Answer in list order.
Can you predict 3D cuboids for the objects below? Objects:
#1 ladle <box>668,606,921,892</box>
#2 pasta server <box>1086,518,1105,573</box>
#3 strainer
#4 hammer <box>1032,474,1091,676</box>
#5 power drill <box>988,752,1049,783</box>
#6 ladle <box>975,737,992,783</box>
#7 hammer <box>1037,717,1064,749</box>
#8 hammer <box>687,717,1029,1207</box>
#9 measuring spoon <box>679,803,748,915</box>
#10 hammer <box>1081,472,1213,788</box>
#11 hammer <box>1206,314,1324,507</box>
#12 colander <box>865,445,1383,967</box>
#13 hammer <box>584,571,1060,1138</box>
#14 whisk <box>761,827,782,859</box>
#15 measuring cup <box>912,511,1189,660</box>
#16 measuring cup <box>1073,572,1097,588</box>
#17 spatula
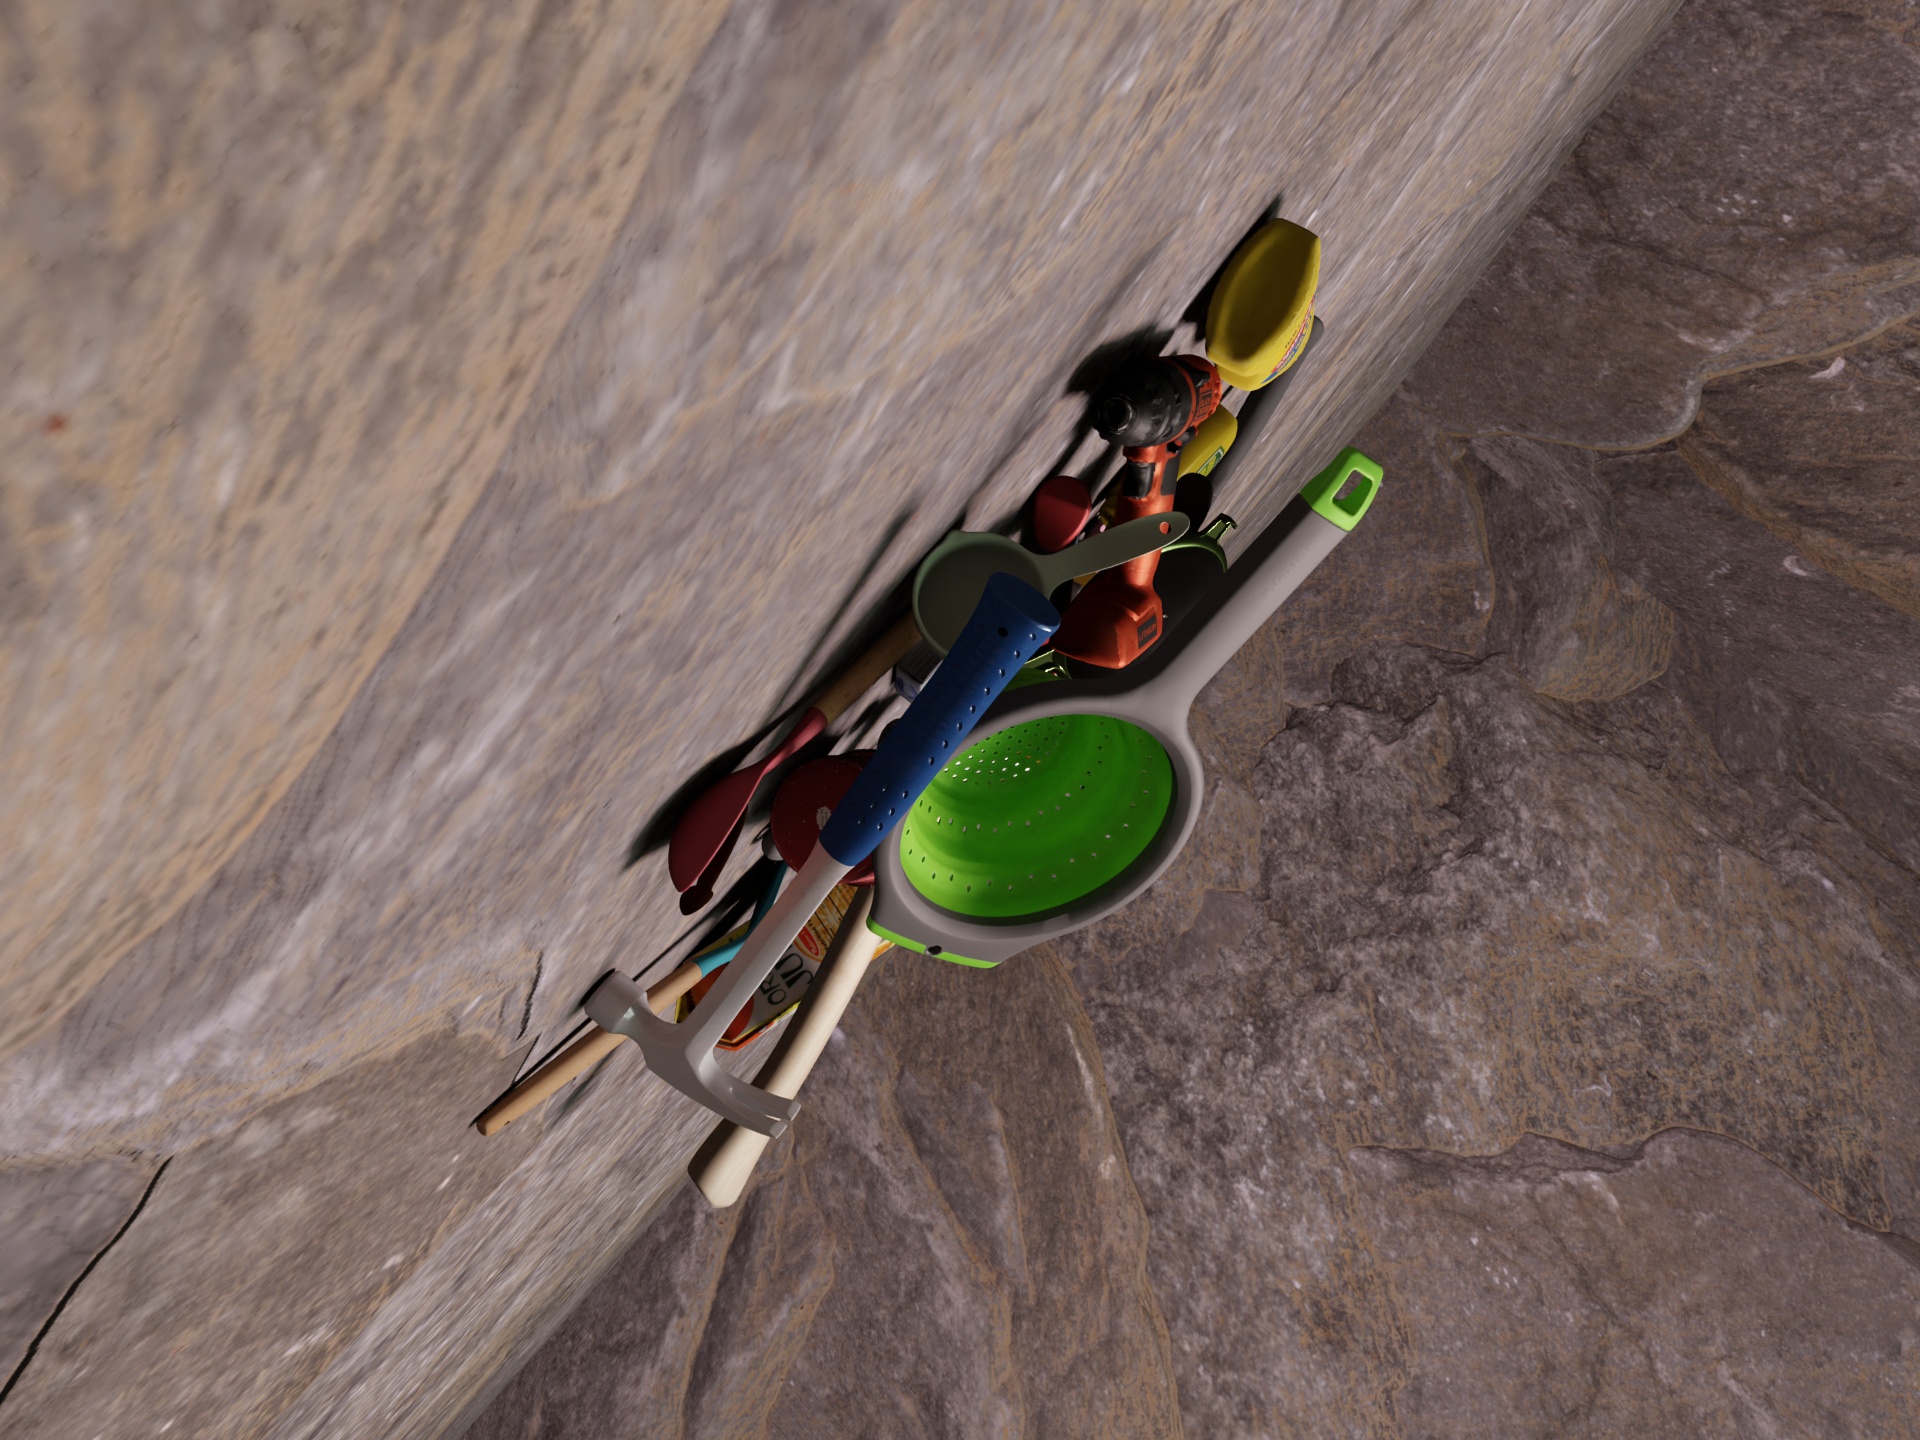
[{"bbox_3d":[-0.064,-0.017,0.903,0.315,0.031,0.069,-47,-173,-36],"label":"ladle"},{"bbox_3d":[0.150,-0.160,1.429,0.040,0.060,0.316,-8,-173,14],"label":"pasta server"},{"bbox_3d":[0.099,-0.038,1.116,0.256,0.069,0.151,-25,147,-21],"label":"strainer"},{"bbox_3d":[0.076,-0.103,1.195,0.386,0.038,0.143,87,28,-74],"label":"hammer"},{"bbox_3d":[0.098,-0.029,1.584,0.226,0.084,0.164,-53,-166,4],"label":"power drill"},{"bbox_3d":[-0.002,-0.004,1.251,0.078,0.062,0.320,-59,172,-8],"label":"ladle"},{"bbox_3d":[0.119,-0.116,1.181,0.336,0.034,0.127,104,9,-47],"label":"hammer"},{"bbox_3d":[-0.083,0.188,1.166,0.146,0.038,0.410,16,109,-43],"label":"hammer"},{"bbox_3d":[-0.135,0.070,0.874,0.021,0.011,0.117,-27,-159,18],"label":"measuring spoon"},{"bbox_3d":[0.144,-0.054,1.292,0.408,0.036,0.149,101,10,-56],"label":"hammer"},{"bbox_3d":[0.226,-0.213,1.401,0.335,0.035,0.146,-59,180,-3],"label":"hammer"},{"bbox_3d":[0.085,-0.021,0.933,0.397,0.204,0.095,-49,-142,23],"label":"colander"},{"bbox_3d":[-0.069,0.083,0.891,0.405,0.144,0.035,-52,178,30],"label":"hammer"},{"bbox_3d":[-0.077,0.058,1.167,0.055,0.055,0.239,-53,168,29],"label":"whisk"},{"bbox_3d":[0.051,-0.082,0.906,0.167,0.083,0.038,-21,172,-9],"label":"measuring cup"},{"bbox_3d":[0.105,-0.101,1.490,0.062,0.029,0.156,-44,170,-39],"label":"measuring cup"},{"bbox_3d":[-0.206,0.176,1.077,0.317,0.044,0.082,-36,167,-45],"label":"spatula"}]
